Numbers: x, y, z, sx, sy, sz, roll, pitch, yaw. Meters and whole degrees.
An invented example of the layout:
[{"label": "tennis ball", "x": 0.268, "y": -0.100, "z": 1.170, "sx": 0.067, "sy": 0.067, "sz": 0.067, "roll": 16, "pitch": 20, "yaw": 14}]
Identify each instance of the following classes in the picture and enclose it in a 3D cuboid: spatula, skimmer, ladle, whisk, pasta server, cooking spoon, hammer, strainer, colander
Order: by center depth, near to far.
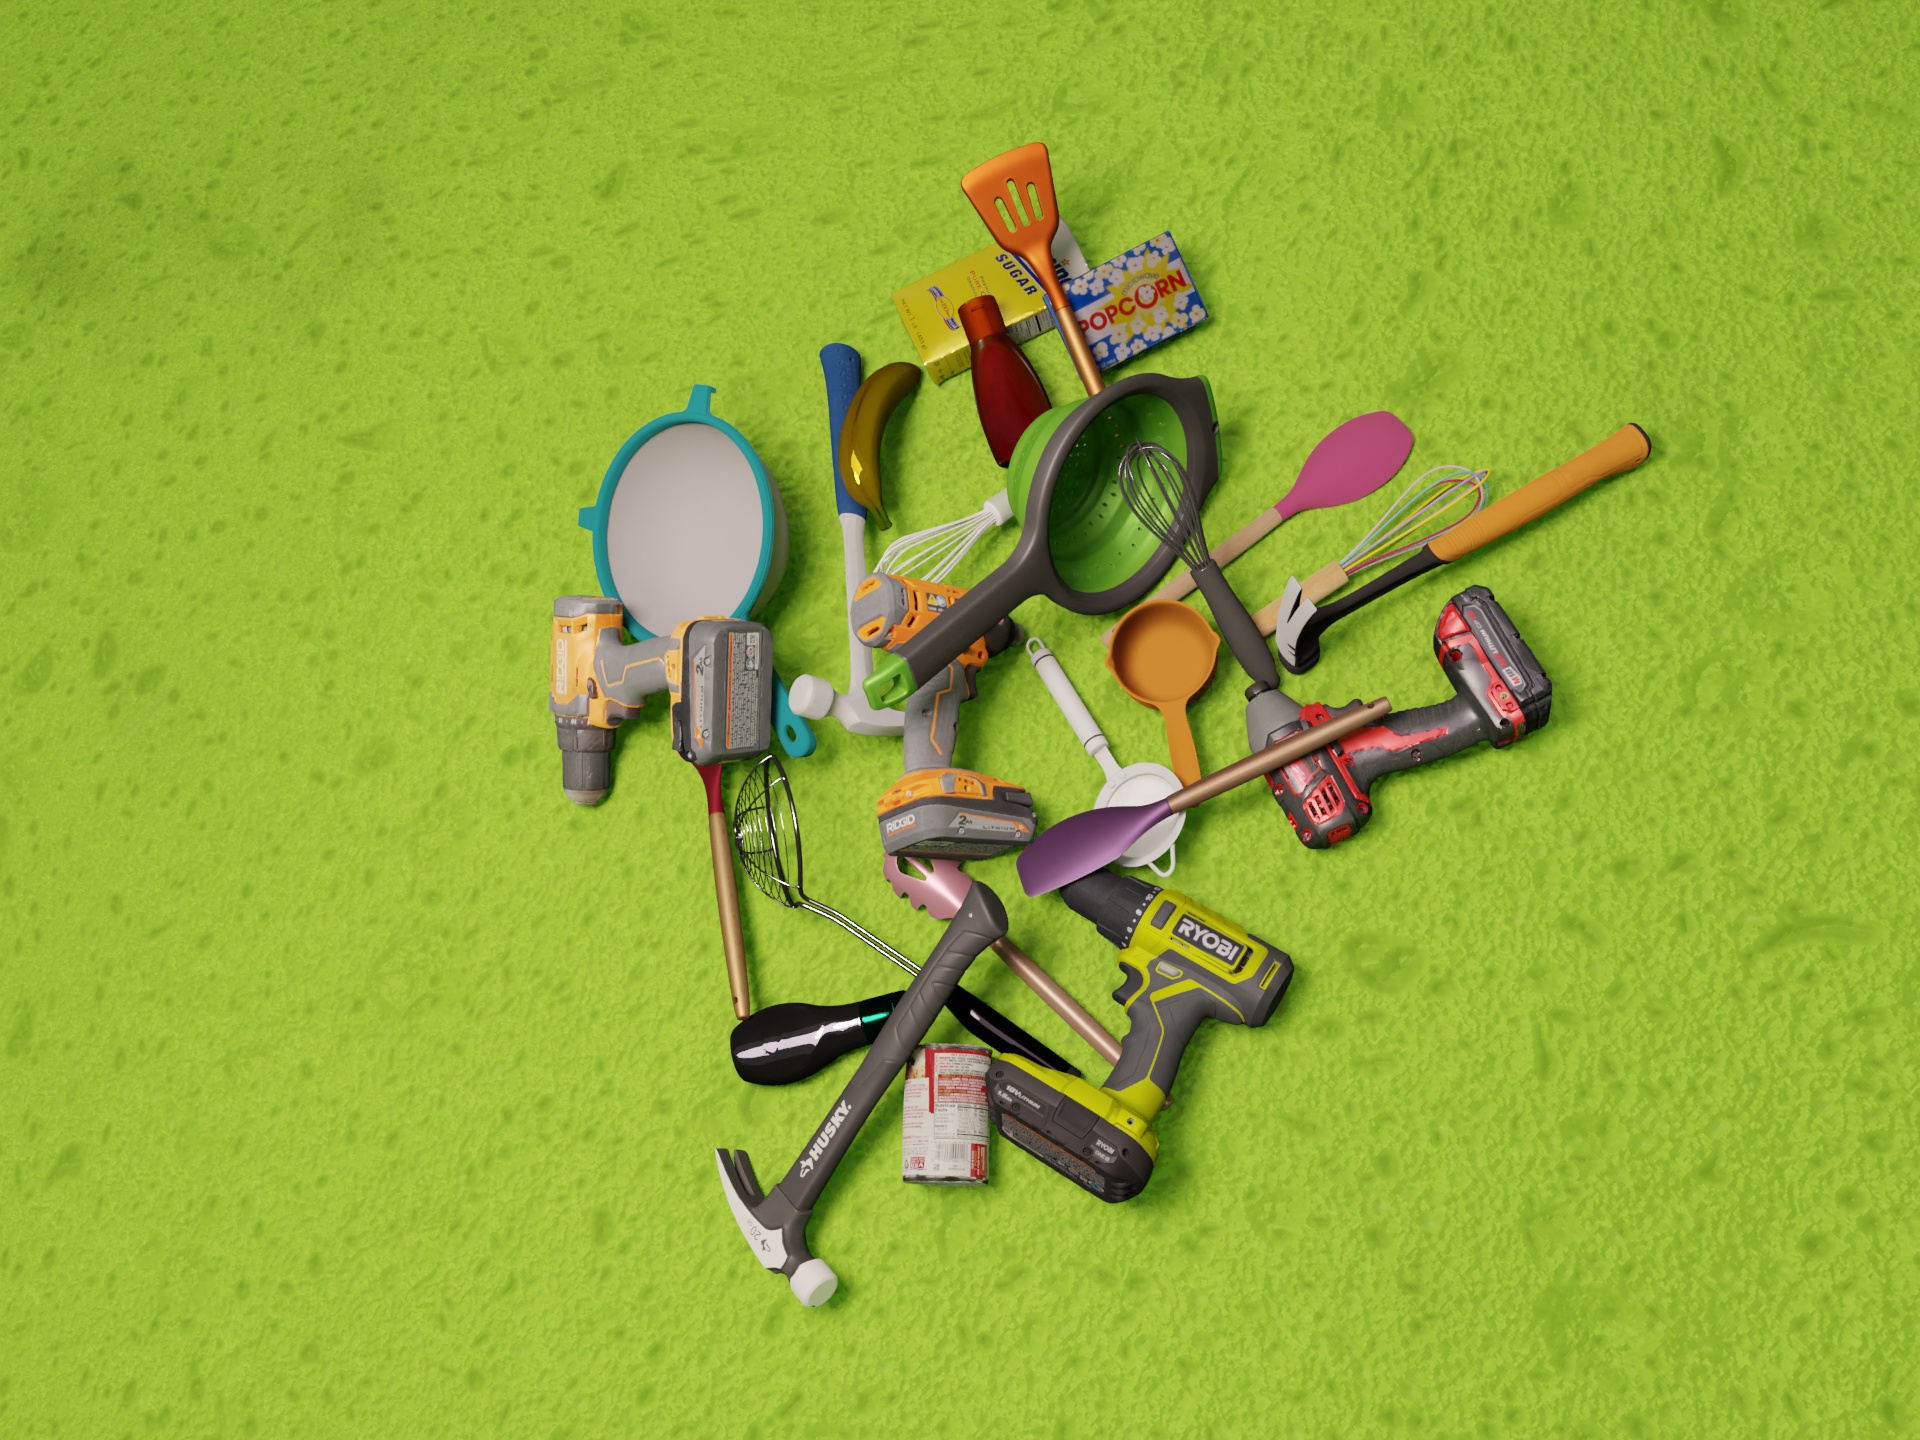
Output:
[{"label": "hammer", "x": -0.068, "y": 0.267, "z": 1.216, "sx": 0.146, "sy": 0.035, "sz": 0.335, "roll": 38, "pitch": 98, "yaw": 38}, {"label": "spatula", "x": 0.185, "y": 0.054, "z": 1.233, "sx": 0.316, "sy": 0.018, "sz": 0.060, "roll": -26, "pitch": 46, "yaw": 11}, {"label": "hammer", "x": 0.402, "y": -0.149, "z": 1.266, "sx": 0.337, "sy": 0.127, "sz": 0.034, "roll": -29, "pitch": 67, "yaw": -3}, {"label": "pasta server", "x": 0.051, "y": 0.197, "z": 1.274, "sx": 0.316, "sy": 0.040, "sz": 0.060, "roll": 42, "pitch": 85, "yaw": 20}, {"label": "whisk", "x": 0.196, "y": -0.122, "z": 1.277, "sx": 0.055, "sy": 0.055, "sz": 0.239, "roll": -32, "pitch": 104, "yaw": 1}, {"label": "skimmer", "x": -0.043, "y": 0.164, "z": 1.284, "sx": 0.363, "sy": 0.127, "sz": 0.090, "roll": 34, "pitch": 57, "yaw": 12}, {"label": "colander", "x": 0.048, "y": -0.148, "z": 1.288, "sx": 0.397, "sy": 0.204, "sz": 0.095, "roll": -40, "pitch": 47, "yaw": -22}, {"label": "strainer", "x": 0.118, "y": 0.027, "z": 1.309, "sx": 0.087, "sy": 0.050, "sz": 0.259, "roll": -41, "pitch": 59, "yaw": 18}, {"label": "whisk", "x": 0.333, "y": -0.136, "z": 1.316, "sx": 0.245, "sy": 0.051, "sz": 0.047, "roll": -34, "pitch": 41, "yaw": 5}, {"label": "ladle", "x": -0.204, "y": 0.104, "z": 1.353, "sx": 0.069, "sy": 0.031, "sz": 0.316, "roll": -31, "pitch": 57, "yaw": 31}, {"label": "cooking spoon", "x": 0.249, "y": -0.160, "z": 1.353, "sx": 0.319, "sy": 0.017, "sz": 0.069, "roll": -37, "pitch": 65, "yaw": -1}, {"label": "spatula", "x": 0.098, "y": -0.336, "z": 1.381, "sx": 0.081, "sy": 0.041, "sz": 0.322, "roll": -23, "pitch": 90, "yaw": 4}, {"label": "whisk", "x": 0.022, "y": -0.175, "z": 1.381, "sx": 0.246, "sy": 0.059, "sz": 0.058, "roll": -35, "pitch": 41, "yaw": -17}, {"label": "hammer", "x": -0.091, "y": -0.166, "z": 1.407, "sx": 0.035, "sy": 0.144, "sz": 0.406, "roll": -35, "pitch": 50, "yaw": 41}, {"label": "strainer", "x": -0.192, "y": -0.113, "z": 1.407, "sx": 0.211, "sy": 0.095, "sz": 0.341, "roll": -40, "pitch": 71, "yaw": 27}]

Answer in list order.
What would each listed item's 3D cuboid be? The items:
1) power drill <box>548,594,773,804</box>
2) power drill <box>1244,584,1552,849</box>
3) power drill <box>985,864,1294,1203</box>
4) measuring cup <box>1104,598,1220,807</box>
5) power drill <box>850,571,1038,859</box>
[{"label": "power drill", "x": -0.267, "y": -0.010, "z": 1.358, "sx": 0.226, "sy": 0.084, "sz": 0.185, "roll": 7, "pitch": 98, "yaw": 36}, {"label": "power drill", "x": 0.335, "y": -0.007, "z": 1.247, "sx": 0.219, "sy": 0.078, "sz": 0.143, "roll": -29, "pitch": 66, "yaw": 6}, {"label": "power drill", "x": 0.117, "y": 0.223, "z": 1.199, "sx": 0.191, "sy": 0.080, "sz": 0.228, "roll": 28, "pitch": 63, "yaw": 21}, {"label": "measuring cup", "x": 0.176, "y": -0.011, "z": 1.305, "sx": 0.095, "sy": 0.052, "sz": 0.174, "roll": -12, "pitch": 79, "yaw": 11}, {"label": "power drill", "x": -0.002, "y": -0.004, "z": 1.304, "sx": 0.084, "sy": 0.164, "sz": 0.227, "roll": -25, "pitch": 66, "yaw": 46}]
